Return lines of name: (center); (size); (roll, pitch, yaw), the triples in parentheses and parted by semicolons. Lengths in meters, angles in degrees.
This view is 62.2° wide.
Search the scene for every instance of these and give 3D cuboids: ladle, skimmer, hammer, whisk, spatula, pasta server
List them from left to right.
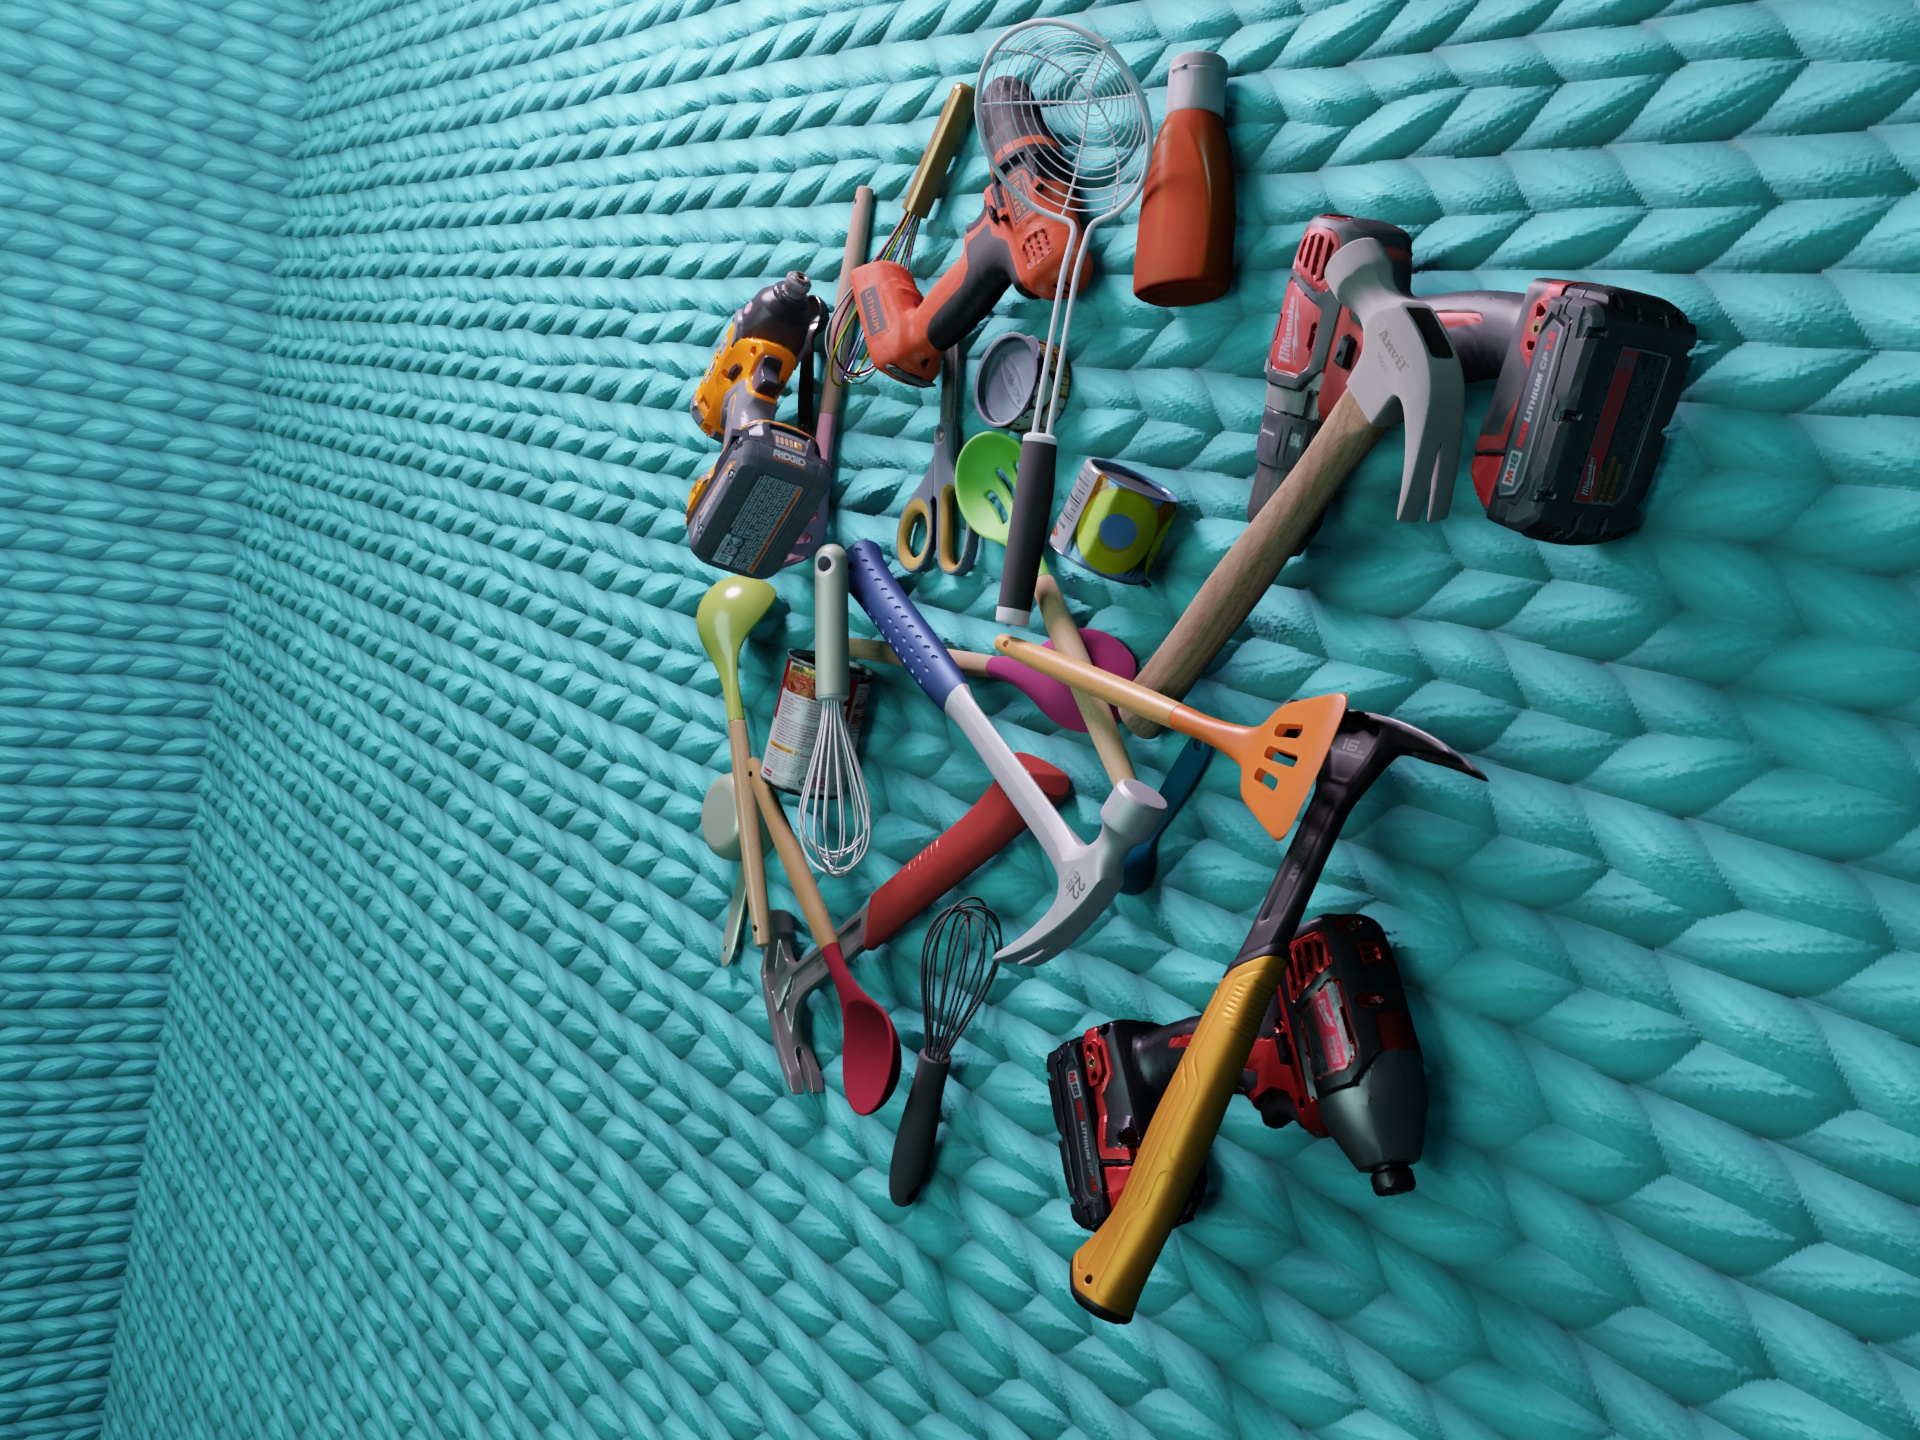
ladle: (-0.170, 0.028, 1.300); (0.078, 0.062, 0.320); (-24, 67, 37)
ladle: (-0.107, 0.149, 1.178); (0.069, 0.031, 0.316); (-52, 49, 32)
pasta server: (-0.109, -0.277, 1.290); (0.060, 0.040, 0.316); (14, 94, 61)
whisk: (-0.093, -0.008, 1.163); (0.058, 0.059, 0.246); (-5, 82, 28)
whisk: (-0.045, -0.369, 1.222); (0.051, 0.047, 0.245); (44, 115, 45)
hammer: (-0.041, 0.138, 1.150); (0.359, 0.036, 0.149); (-42, 55, 40)
whisk: (-0.016, 0.233, 1.104); (0.055, 0.055, 0.239); (31, 113, 48)
hammer: (-0.002, -0.003, 1.073); (0.144, 0.035, 0.406); (-59, 38, 20)
skimmer: (0.044, -0.242, 1.002); (0.127, 0.090, 0.363); (12, 95, 34)
spatula: (0.105, -0.012, 0.920); (0.323, 0.041, 0.081); (27, 92, 54)
hammer: (0.147, 0.150, 0.810); (0.127, 0.034, 0.337); (18, 80, 58)
hammer: (0.165, -0.090, 0.865); (0.331, 0.031, 0.130); (-60, 43, 50)

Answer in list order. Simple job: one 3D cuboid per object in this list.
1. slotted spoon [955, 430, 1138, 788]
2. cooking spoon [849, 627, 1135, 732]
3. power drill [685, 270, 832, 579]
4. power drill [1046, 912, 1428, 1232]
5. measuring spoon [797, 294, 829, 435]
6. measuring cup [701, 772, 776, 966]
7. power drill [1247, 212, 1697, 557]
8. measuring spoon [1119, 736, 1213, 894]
slotted spoon: (0.061, -0.070, 1.046); (0.070, 0.031, 0.314); (-44, 50, 32)
cooking spoon: (0.007, -0.040, 1.130); (0.319, 0.017, 0.069); (10, 93, 50)
power drill: (-0.157, -0.241, 1.256); (0.164, 0.084, 0.227); (-52, 33, 38)
power drill: (0.154, 0.207, 0.870); (0.219, 0.078, 0.143); (-34, 54, 39)
measuring spoon: (-0.123, -0.292, 1.330); (0.034, 0.018, 0.124); (13, 102, 50)
measuring cup: (-0.196, 0.125, 1.336); (0.083, 0.038, 0.167); (12, 92, 51)
power drill: (0.239, -0.154, 0.821); (0.227, 0.080, 0.187); (35, 119, 51)
measuring spoon: (0.119, 0.053, 0.978); (0.042, 0.021, 0.128); (51, 124, 41)
